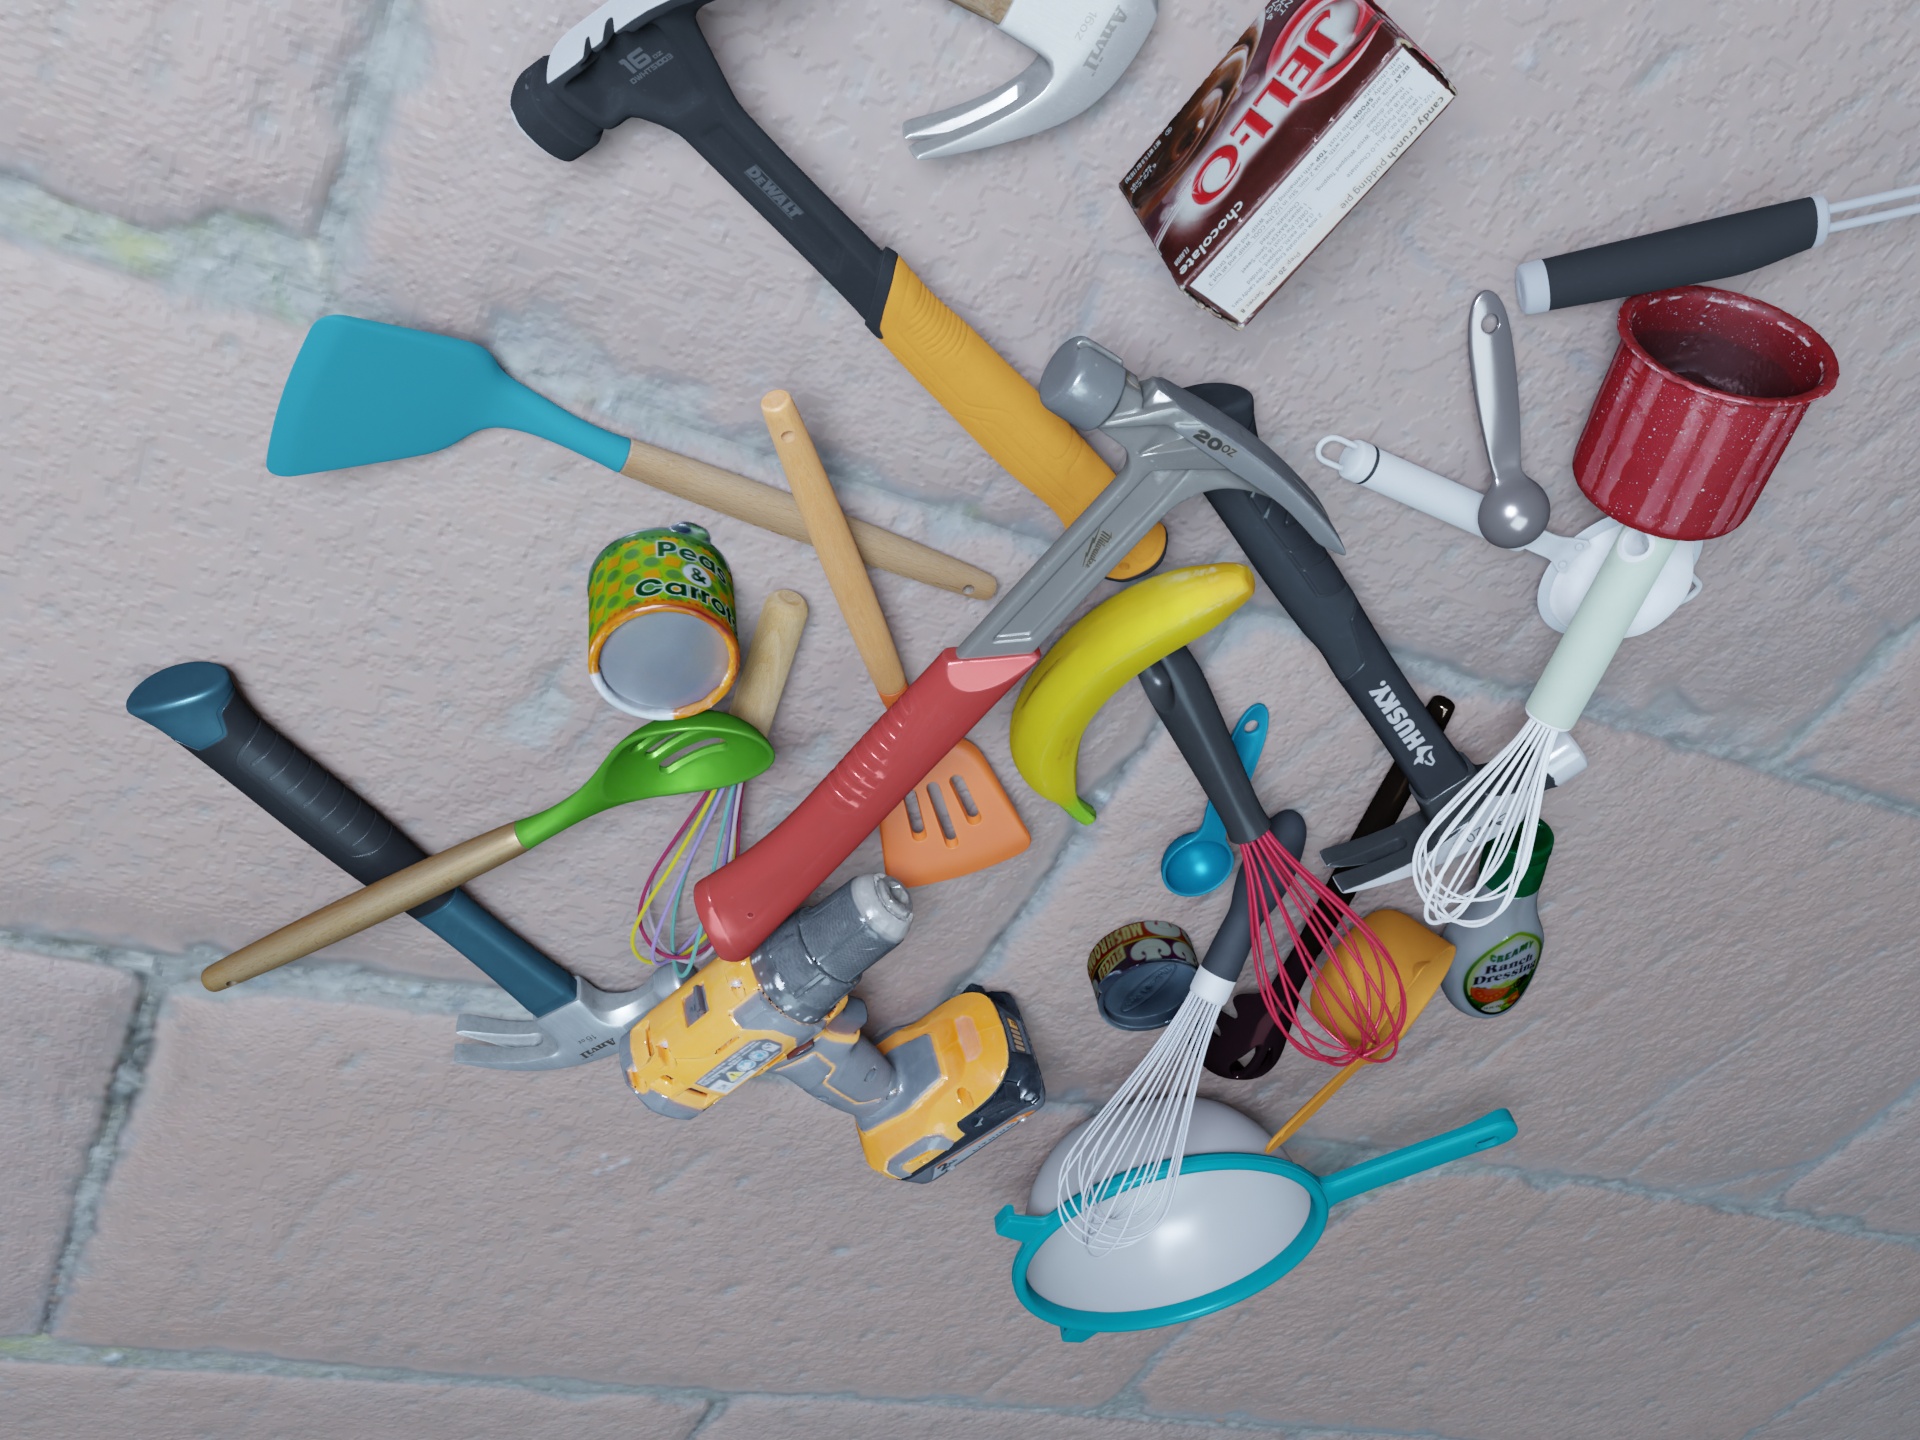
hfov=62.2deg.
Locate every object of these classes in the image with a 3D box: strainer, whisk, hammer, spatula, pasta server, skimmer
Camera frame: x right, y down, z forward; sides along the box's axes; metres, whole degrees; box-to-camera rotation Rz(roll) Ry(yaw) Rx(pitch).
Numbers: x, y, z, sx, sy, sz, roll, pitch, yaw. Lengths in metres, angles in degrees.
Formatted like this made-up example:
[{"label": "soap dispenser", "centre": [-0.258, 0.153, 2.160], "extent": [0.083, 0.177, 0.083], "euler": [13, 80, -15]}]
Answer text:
[{"label": "strainer", "centre": [0.277, -0.088, 0.776], "extent": [0.258, 0.050, 0.086], "euler": [18, 128, -22]}, {"label": "whisk", "centre": [0.131, 0.180, 0.913], "extent": [0.070, 0.070, 0.284], "euler": [21, 97, -28]}, {"label": "hammer", "centre": [-0.275, 0.083, 0.806], "extent": [0.128, 0.033, 0.330], "euler": [-28, 131, 11]}, {"label": "spatula", "centre": [-0.036, -0.025, 0.741], "extent": [0.081, 0.041, 0.322], "euler": [-17, 142, 3]}, {"label": "whisk", "centre": [-0.121, 0.039, 0.797], "extent": [0.047, 0.051, 0.244], "euler": [13, 124, -15]}, {"label": "whisk", "centre": [0.290, 0.005, 0.792], "extent": [0.059, 0.058, 0.246], "euler": [-9, 129, -41]}, {"label": "strainer", "centre": [0.189, 0.292, 1.055], "extent": [0.340, 0.095, 0.210], "euler": [-20, 134, 3]}, {"label": "pasta server", "centre": [0.215, 0.110, 0.946], "extent": [0.060, 0.040, 0.316], "euler": [7, 125, -18]}, {"label": "hammer", "centre": [-0.001, -0.002, 0.718], "extent": [0.149, 0.037, 0.359], "euler": [28, 122, -27]}, {"label": "hammer", "centre": [-0.009, -0.158, 0.630], "extent": [0.127, 0.034, 0.336], "euler": [-16, 141, 34]}, {"label": "hammer", "centre": [-0.082, -0.290, 0.521], "extent": [0.331, 0.031, 0.130], "euler": [16, 125, -24]}, {"label": "skimmer", "centre": [0.418, -0.241, 0.677], "extent": [0.363, 0.090, 0.127], "euler": [-11, 136, 11]}, {"label": "hammer", "centre": [0.186, -0.037, 0.786], "extent": [0.146, 0.035, 0.334], "euler": [-35, 125, 12]}, {"label": "spatula", "centre": [-0.119, -0.095, 0.676], "extent": [0.317, 0.044, 0.082], "euler": [17, 132, -27]}, {"label": "whisk", "centre": [0.159, 0.073, 0.836], "extent": [0.073, 0.073, 0.295], "euler": [-26, 112, 11]}]

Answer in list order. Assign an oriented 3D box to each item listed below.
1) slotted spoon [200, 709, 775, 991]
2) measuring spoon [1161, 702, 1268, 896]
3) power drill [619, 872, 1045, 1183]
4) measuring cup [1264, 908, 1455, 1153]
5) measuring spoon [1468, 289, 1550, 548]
[{"label": "slotted spoon", "centre": [-0.232, 0.064, 0.761], "extent": [0.314, 0.031, 0.070], "euler": [-25, 151, 9]}, {"label": "measuring spoon", "centre": [0.142, 0.041, 0.878], "extent": [0.042, 0.021, 0.128], "euler": [6, 120, -18]}, {"label": "power drill", "centre": [-0.047, 0.171, 0.886], "extent": [0.185, 0.084, 0.226], "euler": [-39, 135, 21]}, {"label": "measuring cup", "centre": [0.220, 0.181, 0.941], "extent": [0.173, 0.052, 0.095], "euler": [-39, 149, -21]}, {"label": "measuring spoon", "centre": [0.247, -0.133, 0.720], "extent": [0.034, 0.018, 0.124], "euler": [-19, 116, -2]}]
